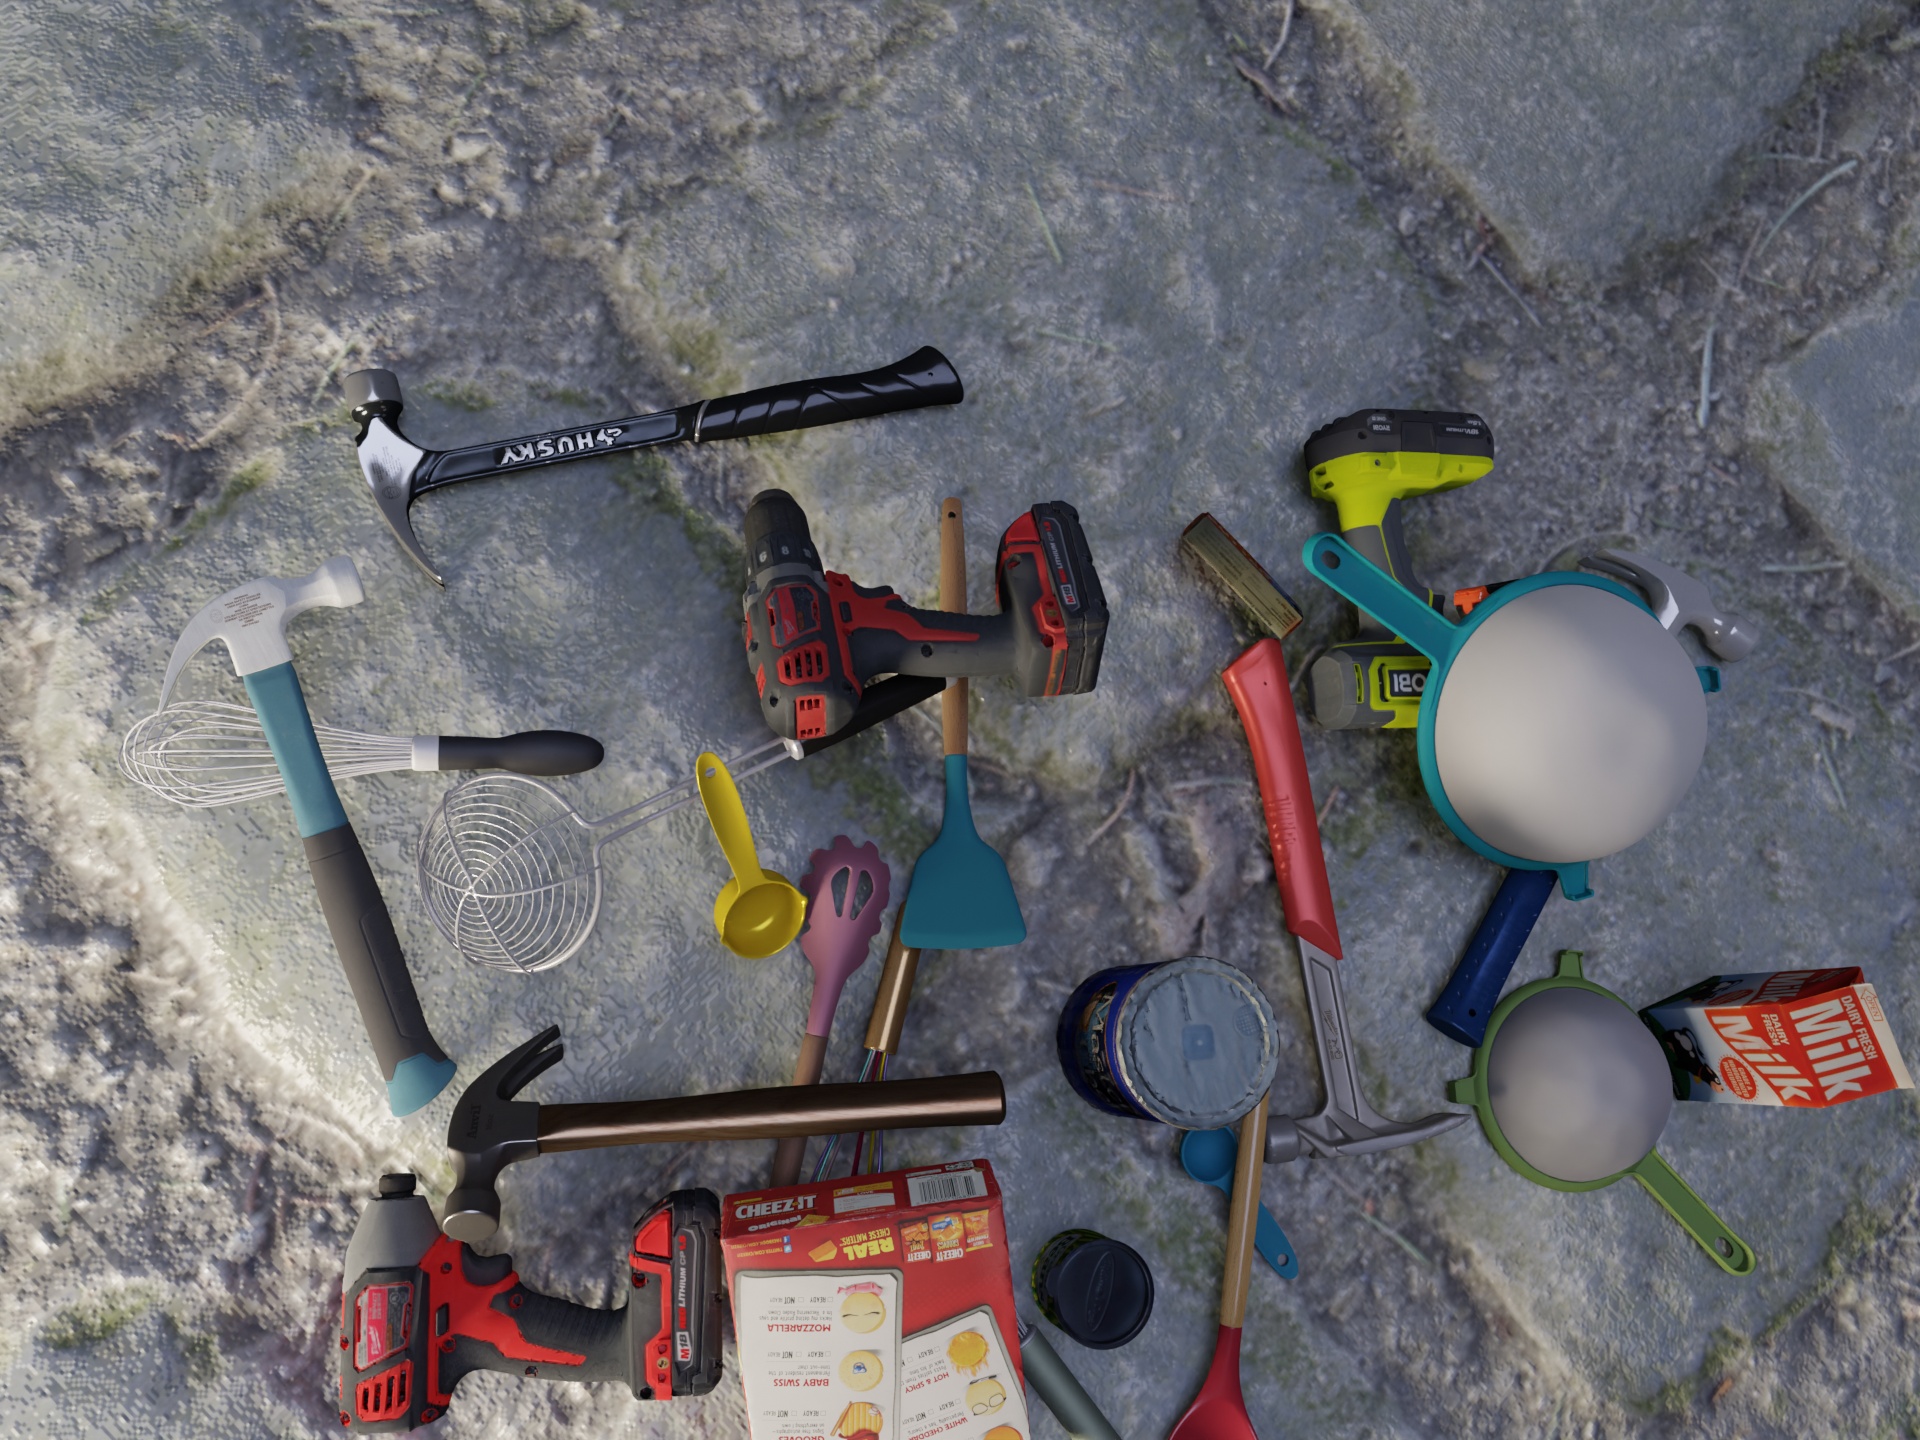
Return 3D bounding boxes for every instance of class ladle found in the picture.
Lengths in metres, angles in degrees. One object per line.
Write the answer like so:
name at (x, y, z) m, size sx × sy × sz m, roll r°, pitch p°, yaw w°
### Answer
ladle at (0.179, 0.369, 1.041) m, size 0.069 × 0.031 × 0.315 m, roll 9°, pitch 82°, yaw -5°

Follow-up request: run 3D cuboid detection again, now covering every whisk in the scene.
whisk at (-0.368, 0.019, 0.994) m, size 0.284 × 0.070 × 0.070 m, roll 0°, pitch 79°, yaw -17°
whisk at (0.033, 0.386, 1.011) m, size 0.058 × 0.059 × 0.246 m, roll -36°, pitch 93°, yaw 4°
whisk at (-0.054, 0.235, 1.023) m, size 0.051 × 0.047 × 0.245 m, roll 16°, pitch 73°, yaw -7°

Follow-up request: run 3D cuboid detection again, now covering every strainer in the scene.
strainer at (0.477, 0.293, 1.111) m, size 0.151 × 0.069 × 0.256 m, roll -43°, pitch 89°, yaw -16°
strainer at (0.372, -0.024, 1.049) m, size 0.340 × 0.095 × 0.211 m, roll 32°, pitch 90°, yaw -19°

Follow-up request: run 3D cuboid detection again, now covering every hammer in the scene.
hammer at (-0.372, 0.077, 0.947) m, size 0.128 × 0.033 × 0.331 m, roll -20°, pitch 99°, yaw -21°
hammer at (0.250, 0.119, 1.112) m, size 0.149 × 0.036 × 0.359 m, roll -7°, pitch 81°, yaw -11°
hammer at (-0.138, 0.238, 0.965) m, size 0.331 × 0.031 × 0.130 m, roll -2°, pitch 40°, yaw -10°
hammer at (0.447, 0.052, 1.169) m, size 0.144 × 0.035 × 0.405 m, roll 35°, pitch 74°, yaw -4°
hammer at (-0.194, -0.196, 1.081) m, size 0.409 × 0.036 × 0.149 m, roll -13°, pitch 83°, yaw -15°

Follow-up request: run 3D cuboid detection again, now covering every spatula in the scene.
spatula at (-0.002, -0.003, 1.079) m, size 0.082 × 0.044 × 0.318 m, roll -2°, pitch 78°, yaw 0°

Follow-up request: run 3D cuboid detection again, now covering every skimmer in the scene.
skimmer at (-0.169, 0.042, 1.028) m, size 0.363 × 0.090 × 0.127 m, roll -26°, pitch 91°, yaw -21°

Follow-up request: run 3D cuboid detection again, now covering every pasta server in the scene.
pasta server at (-0.099, 0.229, 1.024) m, size 0.060 × 0.040 × 0.316 m, roll 14°, pitch 81°, yaw -9°

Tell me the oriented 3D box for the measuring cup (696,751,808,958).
measuring cup at (-0.142, 0.081, 1.000) m, size 0.062 × 0.029 × 0.156 m, roll -25°, pitch 121°, yaw -18°

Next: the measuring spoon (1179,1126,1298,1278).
measuring spoon at (0.188, 0.324, 1.074) m, size 0.042 × 0.021 × 0.128 m, roll -36°, pitch 97°, yaw -17°

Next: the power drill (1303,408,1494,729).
power drill at (0.332, -0.106, 1.156) m, size 0.171 × 0.080 × 0.223 m, roll -1°, pitch 83°, yaw -19°

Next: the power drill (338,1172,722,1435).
power drill at (-0.253, 0.338, 0.945) m, size 0.219 × 0.078 × 0.143 m, roll -1°, pitch 79°, yaw -9°

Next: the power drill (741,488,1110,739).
power drill at (-0.032, -0.085, 1.041) m, size 0.226 × 0.080 × 0.188 m, roll -8°, pitch 55°, yaw -9°
